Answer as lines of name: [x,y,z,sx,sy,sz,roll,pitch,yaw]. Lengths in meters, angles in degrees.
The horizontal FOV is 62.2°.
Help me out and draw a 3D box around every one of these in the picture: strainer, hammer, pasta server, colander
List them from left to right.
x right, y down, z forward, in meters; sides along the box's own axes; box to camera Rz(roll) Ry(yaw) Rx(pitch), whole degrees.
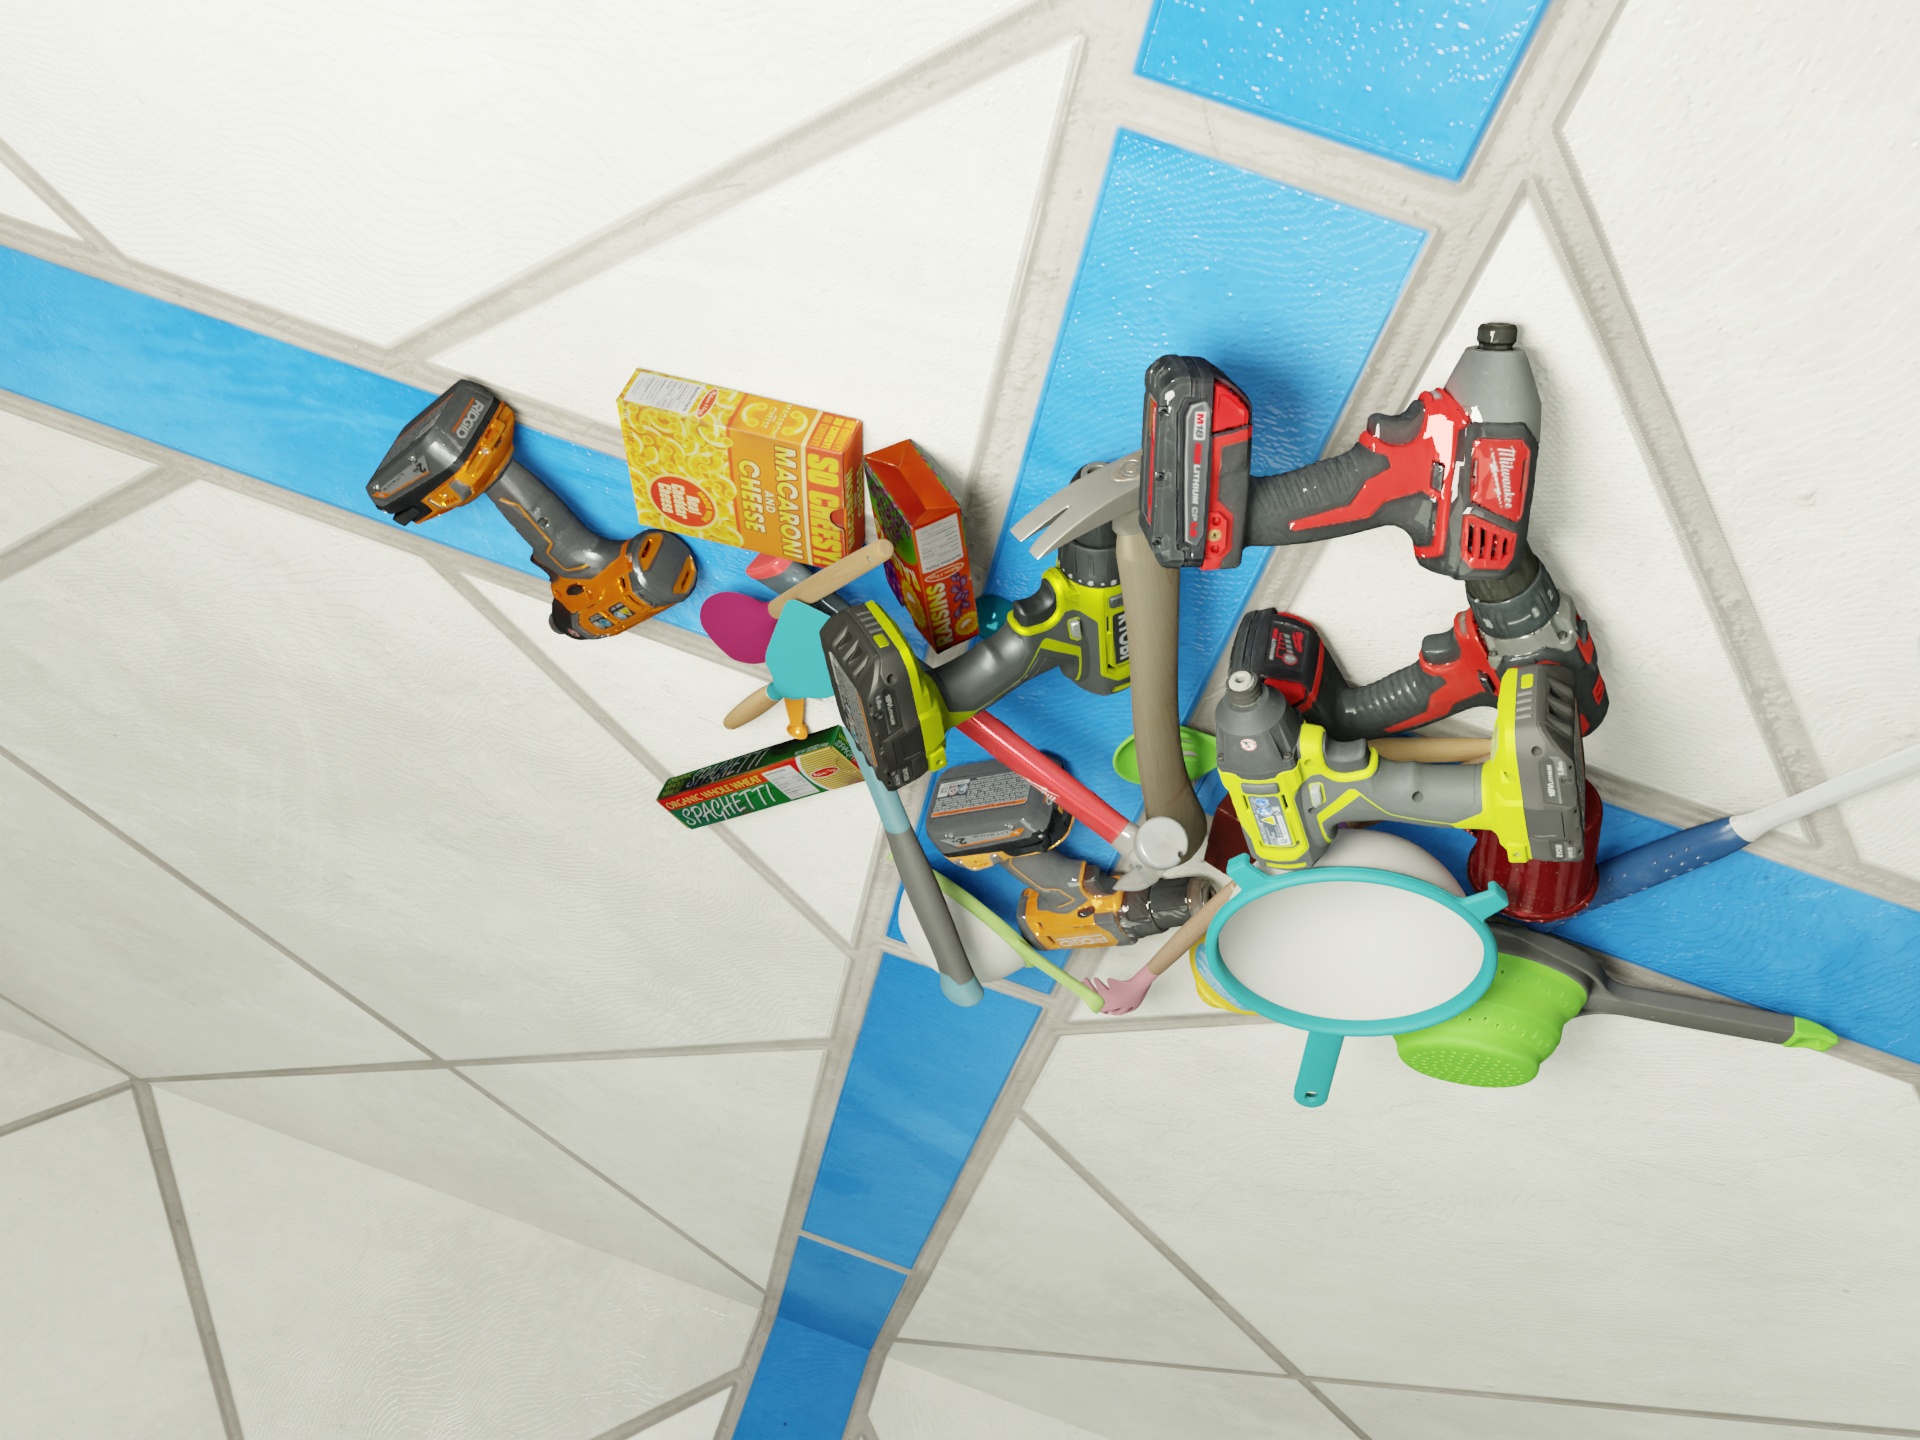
hammer: [-0.048,0.098,1.317,0.128,0.033,0.330,17,134,54]
hammer: [-0.002,-0.004,1.206,0.386,0.038,0.143,38,165,4]
strainer: [0.026,0.218,1.430,0.257,0.069,0.151,28,165,47]
hammer: [0.127,-0.019,1.105,0.038,0.146,0.410,52,164,38]
pasta server: [0.177,0.197,1.377,0.060,0.040,0.316,0,152,-16]
strainer: [0.297,0.188,1.255,0.211,0.095,0.340,6,140,8]
colander: [0.499,0.256,1.294,0.397,0.095,0.204,10,154,10]
hammer: [0.547,0.068,1.102,0.144,0.035,0.405,32,143,-15]

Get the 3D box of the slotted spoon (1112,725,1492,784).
slotted spoon: [0.267,0.023,1.193,0.314,0.031,0.070,-1,139,25]

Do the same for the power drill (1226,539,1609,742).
power drill: [0.292,-0.047,1.050,0.227,0.080,0.187,-12,133,33]

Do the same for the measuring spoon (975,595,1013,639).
measuring spoon: [0.064,-0.056,1.192,0.128,0.021,0.042,22,144,2]

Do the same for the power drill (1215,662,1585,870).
power drill: [0.281,0.028,1.027,0.223,0.080,0.171,-3,137,25]

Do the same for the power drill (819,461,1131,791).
power drill: [0.027,-0.064,1.067,0.080,0.228,0.190,54,163,36]

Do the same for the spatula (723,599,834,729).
spatula: [-0.147,-0.028,1.267,0.082,0.044,0.317,29,163,-14]

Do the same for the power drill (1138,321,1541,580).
power drill: [0.216,-0.152,0.897,0.219,0.079,0.143,0,111,-1]

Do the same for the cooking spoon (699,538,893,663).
cooking spoon: [-0.124,-0.086,1.158,0.068,0.017,0.319,48,152,-13]

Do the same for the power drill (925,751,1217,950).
power drill: [0.098,0.121,1.361,0.185,0.084,0.226,-11,137,33]

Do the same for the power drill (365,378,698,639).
power drill: [-0.335,-0.145,1.230,0.226,0.084,0.164,39,141,-29]

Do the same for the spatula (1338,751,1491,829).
spatula: [0.316,0.069,1.218,0.059,0.018,0.316,37,147,-13]

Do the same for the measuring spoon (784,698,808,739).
measuring spoon: [-0.140,-0.025,1.348,0.021,0.011,0.116,14,140,10]
